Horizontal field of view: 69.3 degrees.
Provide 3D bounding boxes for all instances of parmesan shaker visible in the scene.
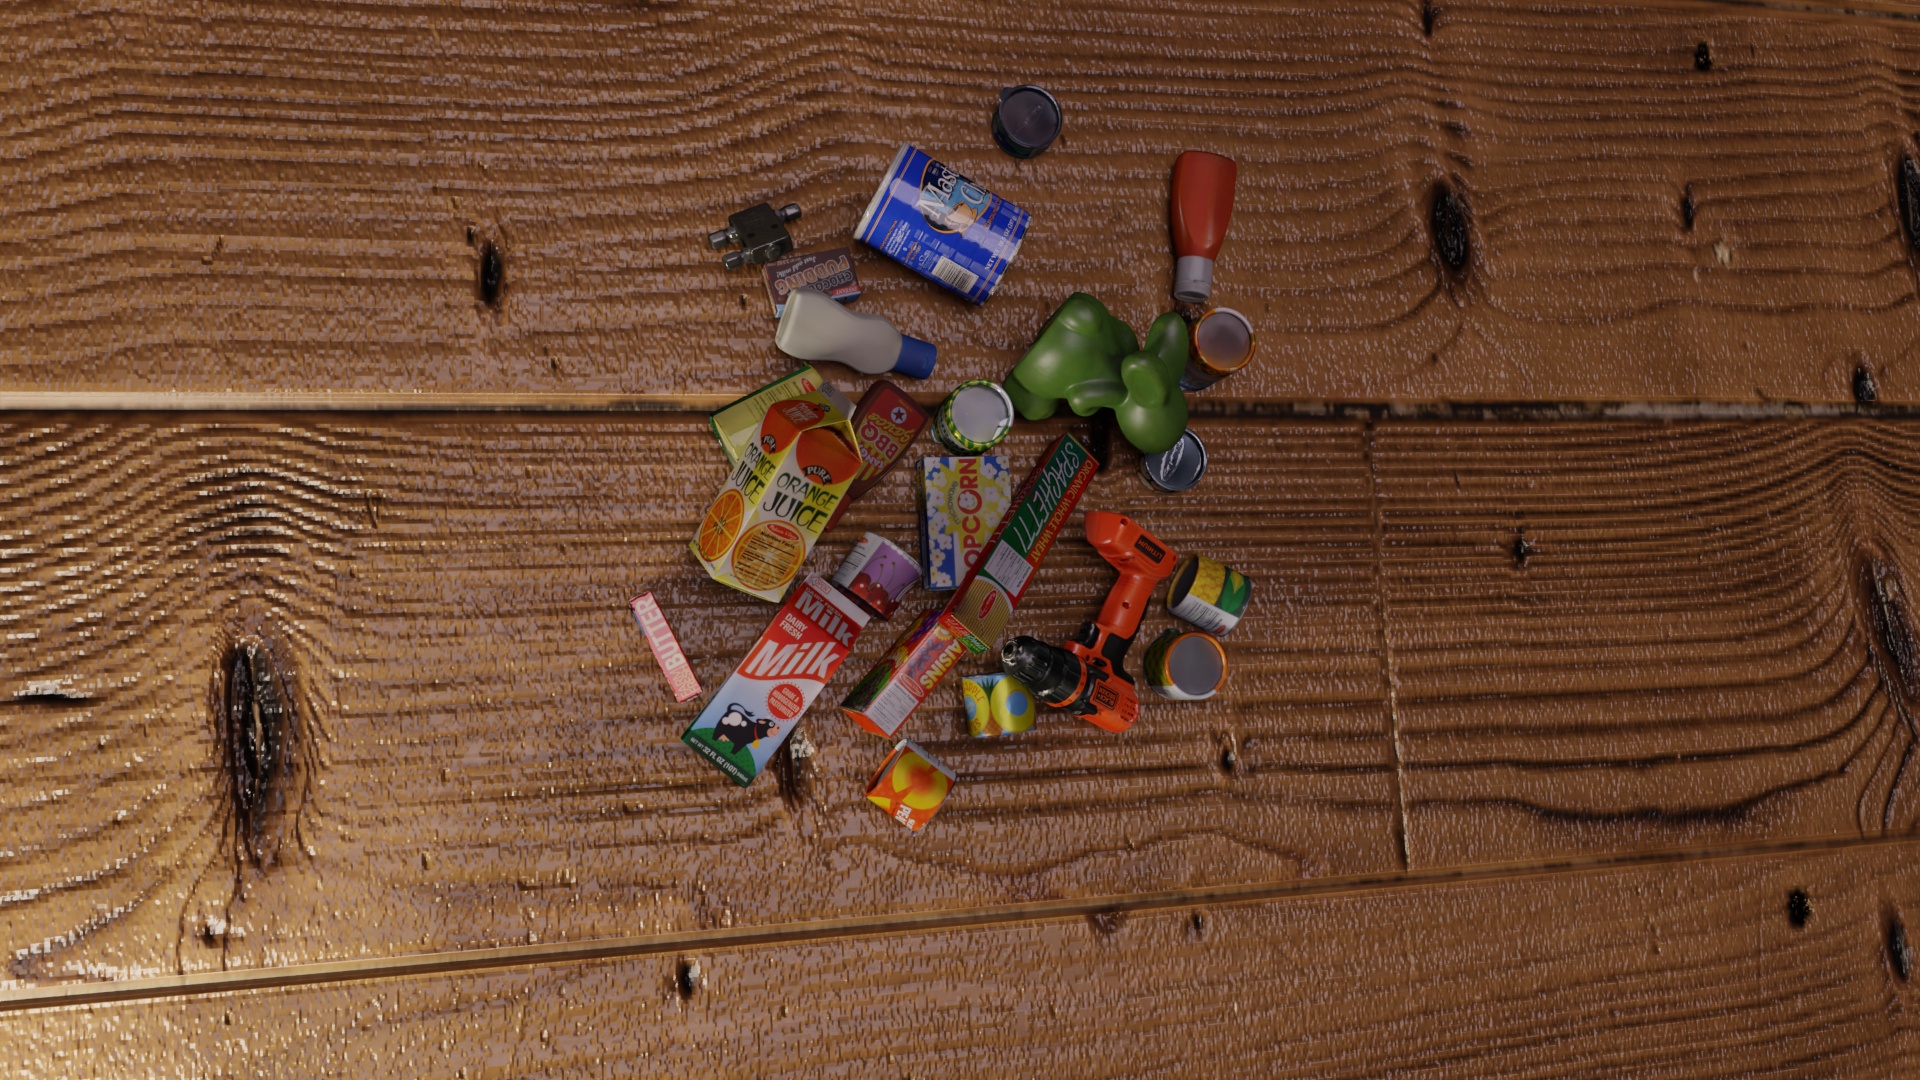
[{"bbox_3d":[-0.172,-0.112,1.279,0.103,0.071,0.071,-28,90,-15],"label":"parmesan shaker"}]

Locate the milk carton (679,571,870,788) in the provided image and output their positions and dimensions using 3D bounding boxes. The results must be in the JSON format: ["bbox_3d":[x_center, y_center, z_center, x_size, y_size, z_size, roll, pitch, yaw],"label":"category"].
[{"bbox_3d":[-0.164,0.123,1.246,0.072,0.073,0.191,39,76,-6],"label":"milk carton"}]

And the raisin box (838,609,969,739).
[{"bbox_3d":[-0.049,0.119,1.268,0.040,0.086,0.124,44,75,-11],"label":"raisin box"}]

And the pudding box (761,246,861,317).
[{"bbox_3d":[-0.142,-0.245,1.321,0.084,0.030,0.049,-14,87,-15],"label":"pudding box"}]

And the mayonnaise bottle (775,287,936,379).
[{"bbox_3d":[-0.096,-0.188,1.307,0.148,0.041,0.064,15,105,-24],"label":"mayonnaise bottle"}]

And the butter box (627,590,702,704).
[{"bbox_3d":[-0.262,0.095,1.236,0.024,0.053,0.103,-27,90,-13],"label":"butter box"}]

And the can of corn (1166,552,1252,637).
[{"bbox_3d":[0.243,0.051,1.359,0.058,0.071,0.071,26,78,-9],"label":"can of corn"}]

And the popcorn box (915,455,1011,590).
[{"bbox_3d":[0.005,-0.017,1.323,0.085,0.038,0.127,-2,83,-14],"label":"popcorn box"}]

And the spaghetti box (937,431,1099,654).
[{"bbox_3d":[0.059,-0.002,1.292,0.050,0.028,0.251,43,54,-14],"label":"spaghetti box"}]

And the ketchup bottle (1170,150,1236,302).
[{"bbox_3d":[0.243,-0.319,1.417,0.065,0.043,0.149,9,81,-12],"label":"ketchup bottle"}]

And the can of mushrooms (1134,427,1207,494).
[{"bbox_3d":[0.207,-0.081,1.383,0.071,0.033,0.071,1,83,-13],"label":"can of mushrooms"}]

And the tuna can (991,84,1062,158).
[{"bbox_3d":[0.064,-0.421,1.392,0.071,0.032,0.071,2,83,-14],"label":"tuna can"}]

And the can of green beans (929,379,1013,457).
[{"bbox_3d":[0.012,-0.116,1.327,0.071,0.057,0.071,2,83,-13],"label":"can of green beans"}]

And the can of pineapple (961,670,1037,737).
[{"bbox_3d":[0.035,0.151,1.294,0.071,0.071,0.058,-5,85,-14],"label":"can of pineapple"}]

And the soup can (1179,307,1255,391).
[{"bbox_3d":[0.245,-0.187,1.380,0.071,0.083,0.071,2,84,-13],"label":"soup can"}]

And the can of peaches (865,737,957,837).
[{"bbox_3d":[-0.047,0.224,1.265,0.058,0.071,0.071,38,76,-6],"label":"can of peaches"}]

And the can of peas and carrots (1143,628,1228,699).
[{"bbox_3d":[0.218,0.119,1.347,0.071,0.058,0.071,2,83,-14],"label":"can of peas and carrots"}]

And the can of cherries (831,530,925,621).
[{"bbox_3d":[-0.075,0.035,1.283,0.071,0.071,0.058,37,77,-7],"label":"can of cherries"}]

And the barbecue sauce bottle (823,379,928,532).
[{"bbox_3d":[-0.095,-0.076,1.303,0.065,0.043,0.149,40,76,-22],"label":"barbecue sauce bottle"}]

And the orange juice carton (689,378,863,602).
[{"bbox_3d":[-0.154,-0.049,1.229,0.073,0.072,0.192,26,99,-37],"label":"orange juice carton"}]
